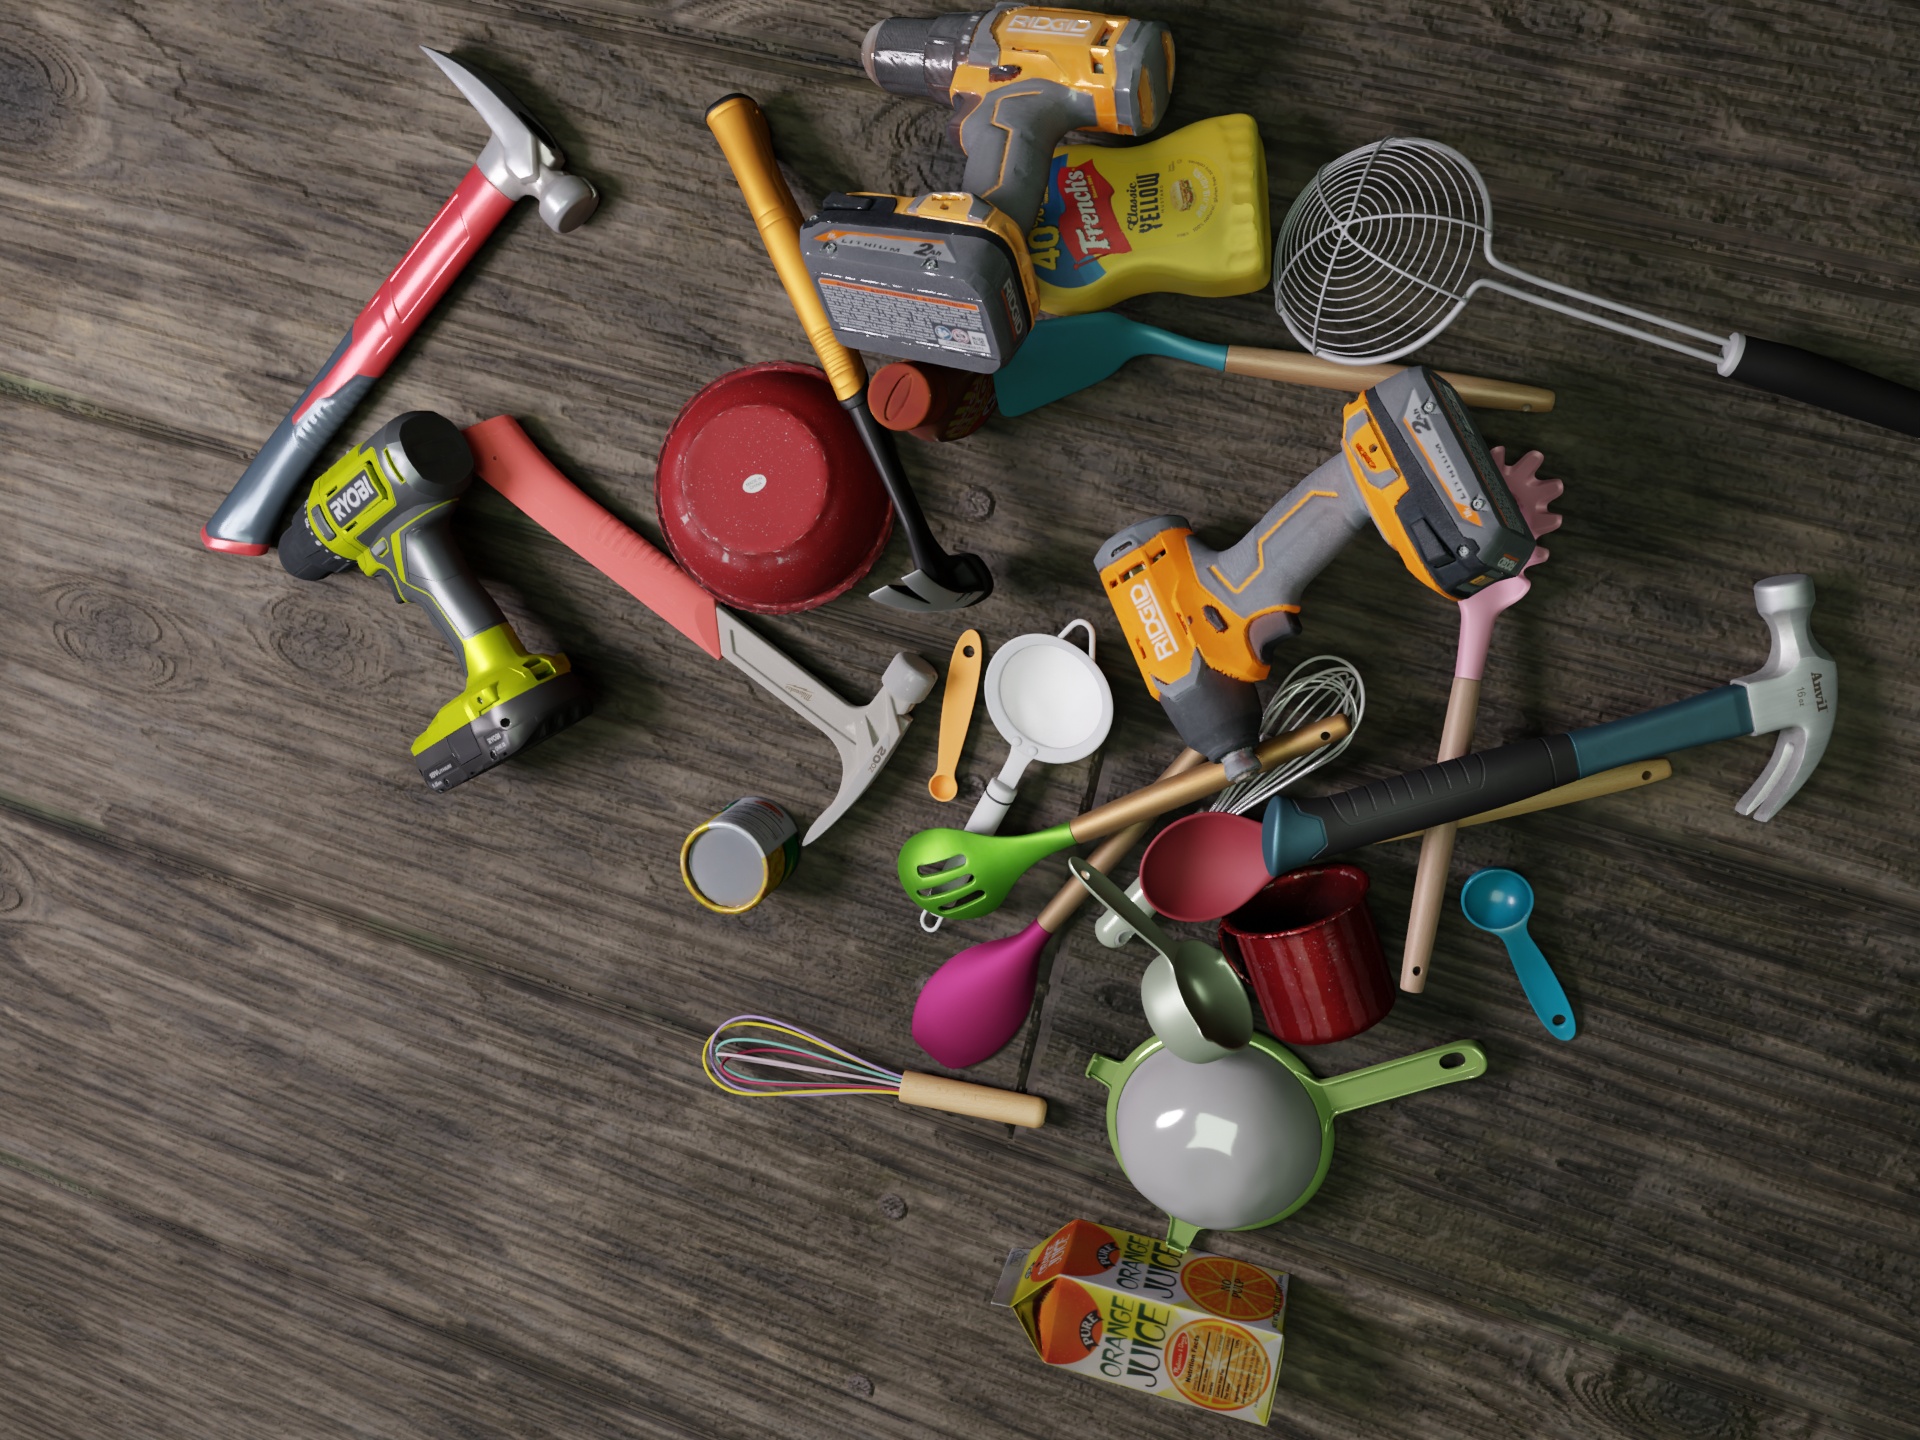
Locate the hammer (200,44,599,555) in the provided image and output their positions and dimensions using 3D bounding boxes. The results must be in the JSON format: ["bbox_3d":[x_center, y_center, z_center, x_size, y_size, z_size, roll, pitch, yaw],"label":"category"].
[{"bbox_3d":[-0.409,-0.262,1.072,0.386,0.038,0.143,-43,89,21],"label":"hammer"}]

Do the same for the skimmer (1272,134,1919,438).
[{"bbox_3d":[0.353,-0.218,0.874,0.363,0.090,0.127,18,97,0],"label":"skimmer"}]

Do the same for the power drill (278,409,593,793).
[{"bbox_3d":[-0.365,-0.073,1.079,0.190,0.080,0.228,-24,96,38],"label":"power drill"}]

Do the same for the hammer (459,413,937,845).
[{"bbox_3d":[-0.195,-0.076,1.061,0.359,0.037,0.149,37,110,4],"label":"hammer"}]

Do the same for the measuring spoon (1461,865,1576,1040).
[{"bbox_3d":[0.347,0.141,0.978,0.042,0.021,0.128,-26,105,19],"label":"measuring spoon"}]

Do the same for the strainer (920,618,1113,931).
[{"bbox_3d":[0.030,0.037,1.025,0.087,0.050,0.258,33,116,12],"label":"strainer"}]

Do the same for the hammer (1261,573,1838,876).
[{"bbox_3d":[0.327,0.023,0.889,0.331,0.033,0.128,-16,98,0],"label":"hammer"}]

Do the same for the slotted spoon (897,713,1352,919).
[{"bbox_3d":[0.092,0.058,0.979,0.314,0.031,0.070,-24,107,24],"label":"slotted spoon"}]

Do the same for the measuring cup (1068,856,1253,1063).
[{"bbox_3d":[0.116,0.150,0.999,0.167,0.083,0.038,44,124,-11],"label":"measuring cup"}]

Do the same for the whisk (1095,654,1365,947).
[{"bbox_3d":[0.164,0.056,0.993,0.246,0.057,0.059,-51,53,23],"label":"whisk"}]

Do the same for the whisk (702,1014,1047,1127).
[{"bbox_3d":[-0.062,0.253,1.104,0.245,0.047,0.051,9,120,9],"label":"whisk"}]

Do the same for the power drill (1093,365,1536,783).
[{"bbox_3d":[0.196,-0.075,0.893,0.226,0.084,0.164,-31,71,30],"label":"power drill"}]

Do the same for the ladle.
[{"bbox_3d":[0.262,0.062,0.950,0.315,0.031,0.069,-13,105,8],"label":"ladle"}]

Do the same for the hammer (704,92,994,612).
[{"bbox_3d":[-0.077,-0.220,0.944,0.034,0.127,0.337,-26,85,20],"label":"hammer"}]

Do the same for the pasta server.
[{"bbox_3d":[0.288,0.003,0.914,0.060,0.040,0.316,10,94,7],"label":"pasta server"}]

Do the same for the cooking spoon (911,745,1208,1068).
[{"bbox_3d":[0.071,0.117,1.044,0.069,0.017,0.319,40,111,2],"label":"cooking spoon"}]

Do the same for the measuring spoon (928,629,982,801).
[{"bbox_3d":[-0.002,-0.003,1.040,0.021,0.011,0.117,14,103,13],"label":"measuring spoon"}]

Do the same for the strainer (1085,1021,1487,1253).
[{"bbox_3d":[0.210,0.259,1.014,0.256,0.069,0.151,-22,97,21],"label":"strainer"}]

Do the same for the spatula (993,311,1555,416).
[{"bbox_3d":[0.178,-0.196,0.920,0.317,0.082,0.044,9,64,10],"label":"spatula"}]

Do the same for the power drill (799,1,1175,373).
[{"bbox_3d":[-0.006,-0.307,0.871,0.185,0.084,0.226,16,65,24],"label":"power drill"}]
